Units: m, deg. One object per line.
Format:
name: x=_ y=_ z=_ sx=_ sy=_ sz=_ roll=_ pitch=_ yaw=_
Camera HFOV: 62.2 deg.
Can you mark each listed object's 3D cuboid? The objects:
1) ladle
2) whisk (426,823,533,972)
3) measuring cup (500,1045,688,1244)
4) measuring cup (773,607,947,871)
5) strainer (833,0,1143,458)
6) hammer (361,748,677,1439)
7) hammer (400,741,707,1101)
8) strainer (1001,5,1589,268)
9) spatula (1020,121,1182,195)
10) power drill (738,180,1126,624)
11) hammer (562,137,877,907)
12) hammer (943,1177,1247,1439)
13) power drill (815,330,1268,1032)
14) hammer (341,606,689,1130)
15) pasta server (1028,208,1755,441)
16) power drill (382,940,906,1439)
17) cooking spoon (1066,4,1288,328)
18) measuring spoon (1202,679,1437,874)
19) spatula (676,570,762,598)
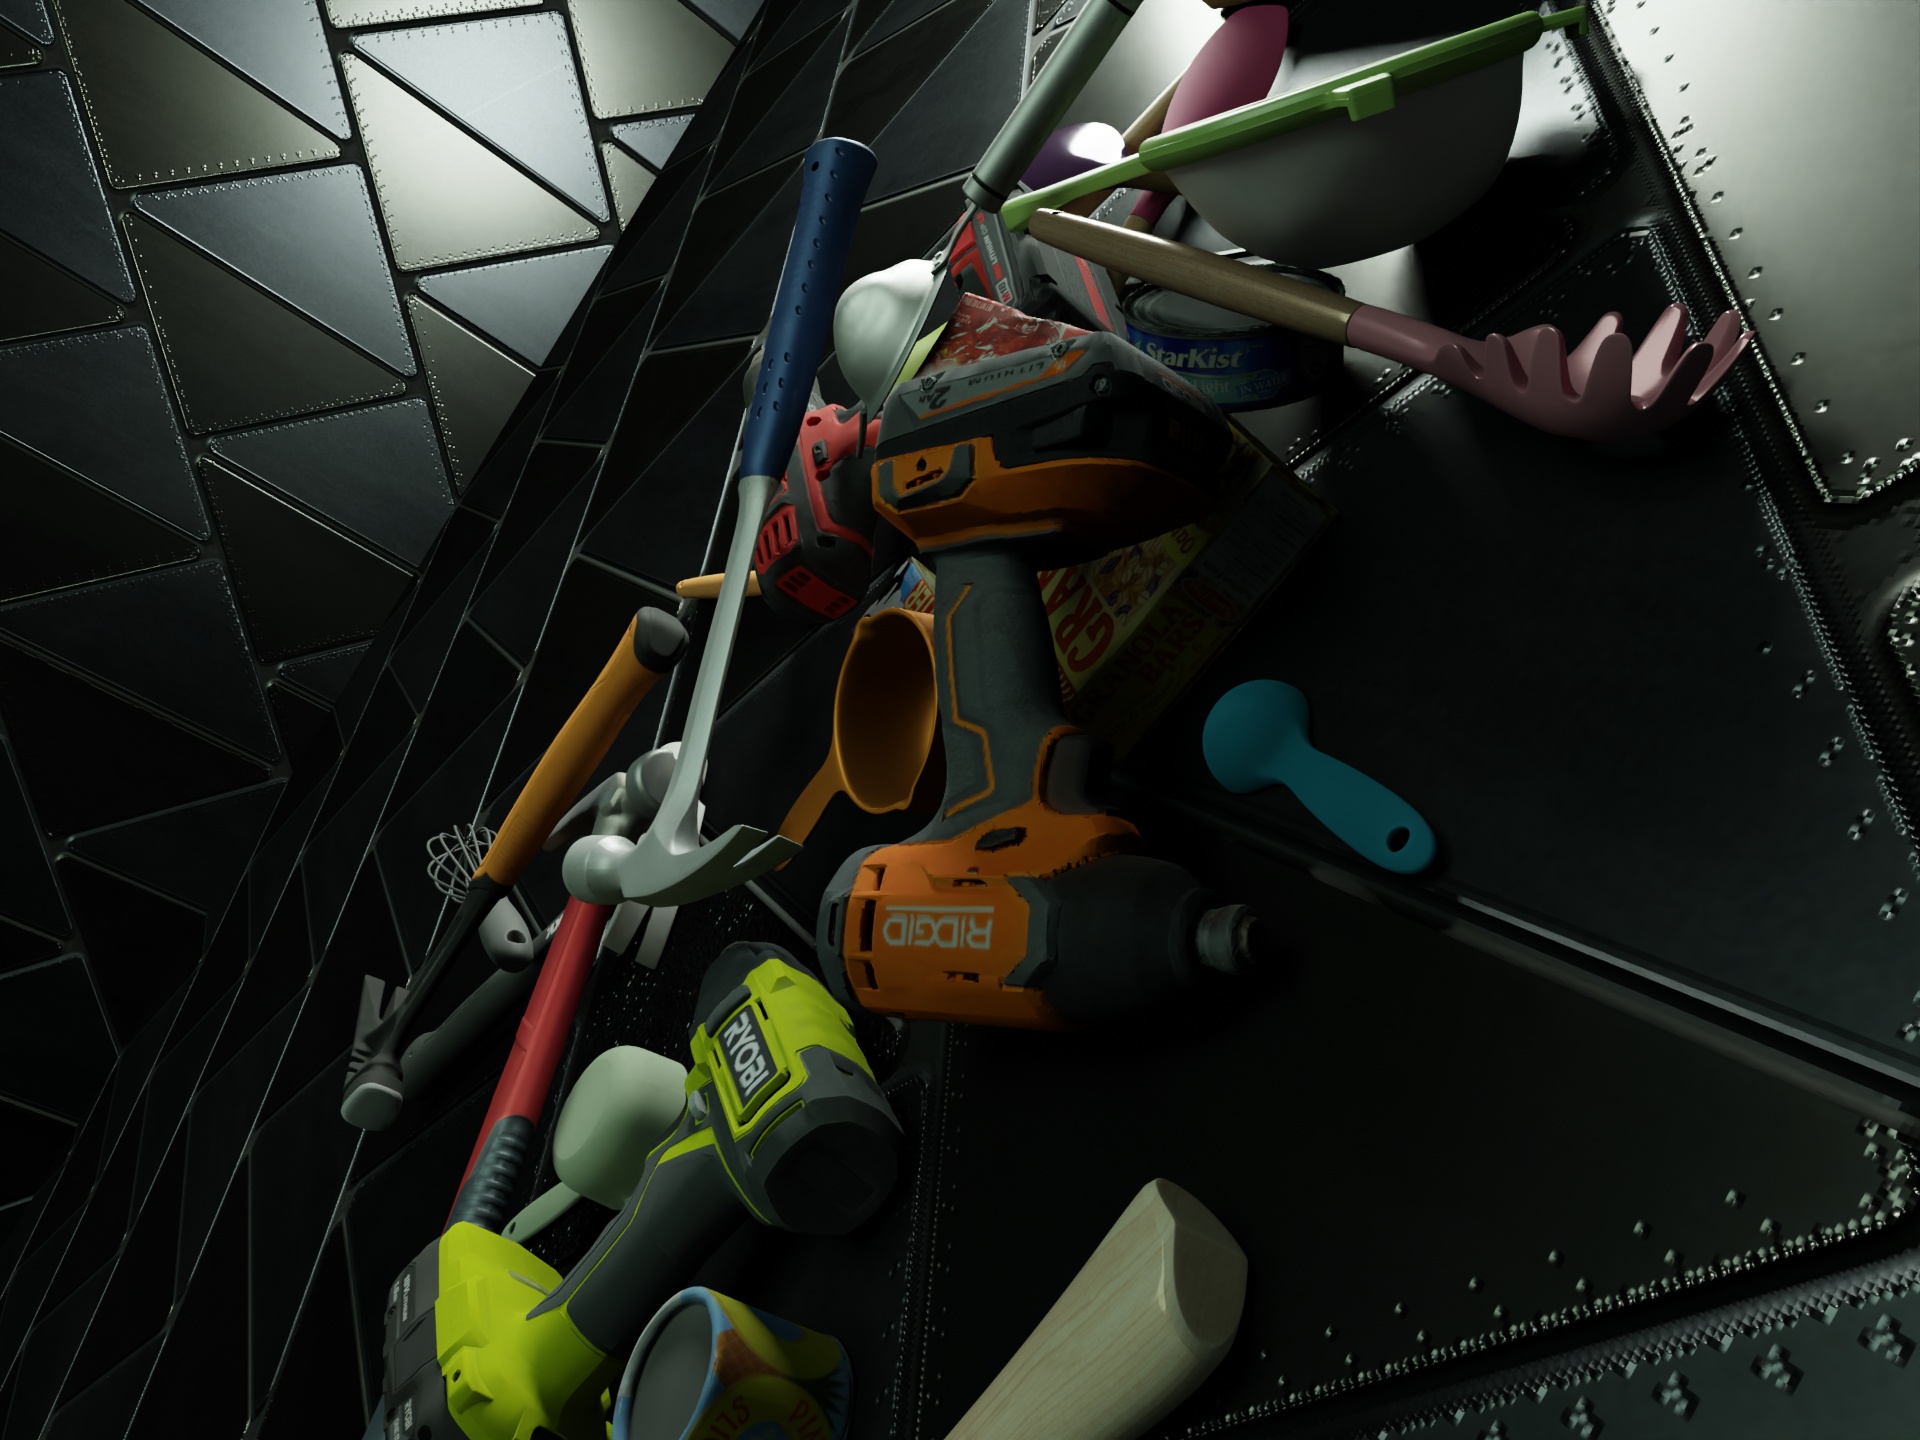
ladle: x=0.058 y=-0.264 z=0.896 sx=0.320 sy=0.062 sz=0.078 roll=-46 pitch=29 yaw=10
whisk: x=-0.311 y=0.115 z=1.036 sx=0.055 sy=0.055 sz=0.239 roll=-59 pitch=28 yaw=-2
measuring cup: x=-0.200 y=0.223 z=0.802 sx=0.167 sy=0.038 sz=0.083 roll=-40 pitch=31 yaw=28
measuring cup: x=-0.031 y=0.022 z=0.711 sx=0.173 sy=0.052 sz=0.095 roll=-51 pitch=45 yaw=44
strainer: x=0.005 y=-0.226 z=0.698 sx=0.258 sy=0.050 sz=0.087 roll=-51 pitch=20 yaw=27
hammer: x=-0.229 y=0.197 z=0.797 sx=0.143 sy=0.038 sz=0.387 roll=-32 pitch=35 yaw=45
hammer: x=-0.269 y=0.157 z=1.003 sx=0.334 sy=0.035 sz=0.146 roll=-41 pitch=30 yaw=31
strainer: x=0.114 y=-0.210 z=0.643 sx=0.151 sy=0.069 sz=0.256 roll=-32 pitch=20 yaw=-36
spatula: x=0.103 y=-0.273 z=0.793 sx=0.060 sy=0.018 sz=0.316 roll=-49 pitch=34 yaw=-2
power drill: x=-0.030 y=-0.176 z=0.829 sx=0.226 sy=0.080 sz=0.188 roll=-35 pitch=48 yaw=26
hammer: x=-0.097 y=-0.107 z=0.780 sx=0.144 sy=0.035 sz=0.406 roll=-6 pitch=67 yaw=45
hammer: x=-0.057 y=0.297 z=0.477 sx=0.410 sy=0.038 sz=0.146 roll=-54 pitch=25 yaw=8
power drill: x=0.034 y=-0.009 z=0.543 sx=0.164 sy=0.084 sz=0.226 roll=-4 pitch=76 yaw=41
hammer: x=-0.256 y=0.073 z=0.909 sx=0.337 sy=0.034 sz=0.127 roll=-54 pitch=26 yaw=14
pasta server: x=0.121 y=-0.151 z=0.553 sx=0.316 sy=0.060 sz=0.040 roll=37 pitch=134 yaw=47
power drill: x=-0.130 y=0.198 z=0.650 sx=0.223 sy=0.080 sz=0.171 roll=-47 pitch=28 yaw=1
cooking spoon: x=0.082 y=-0.237 z=0.828 sx=0.069 sy=0.017 sz=0.319 roll=26 pitch=87 yaw=48
measuring spoon: x=0.109 y=0.016 z=0.504 sx=0.042 sy=0.021 sz=0.129 roll=-55 pitch=24 yaw=6
spatula: x=-0.141 y=-0.096 z=1.049 sx=0.323 sy=0.041 sz=0.081 roll=6 pitch=67 yaw=63
